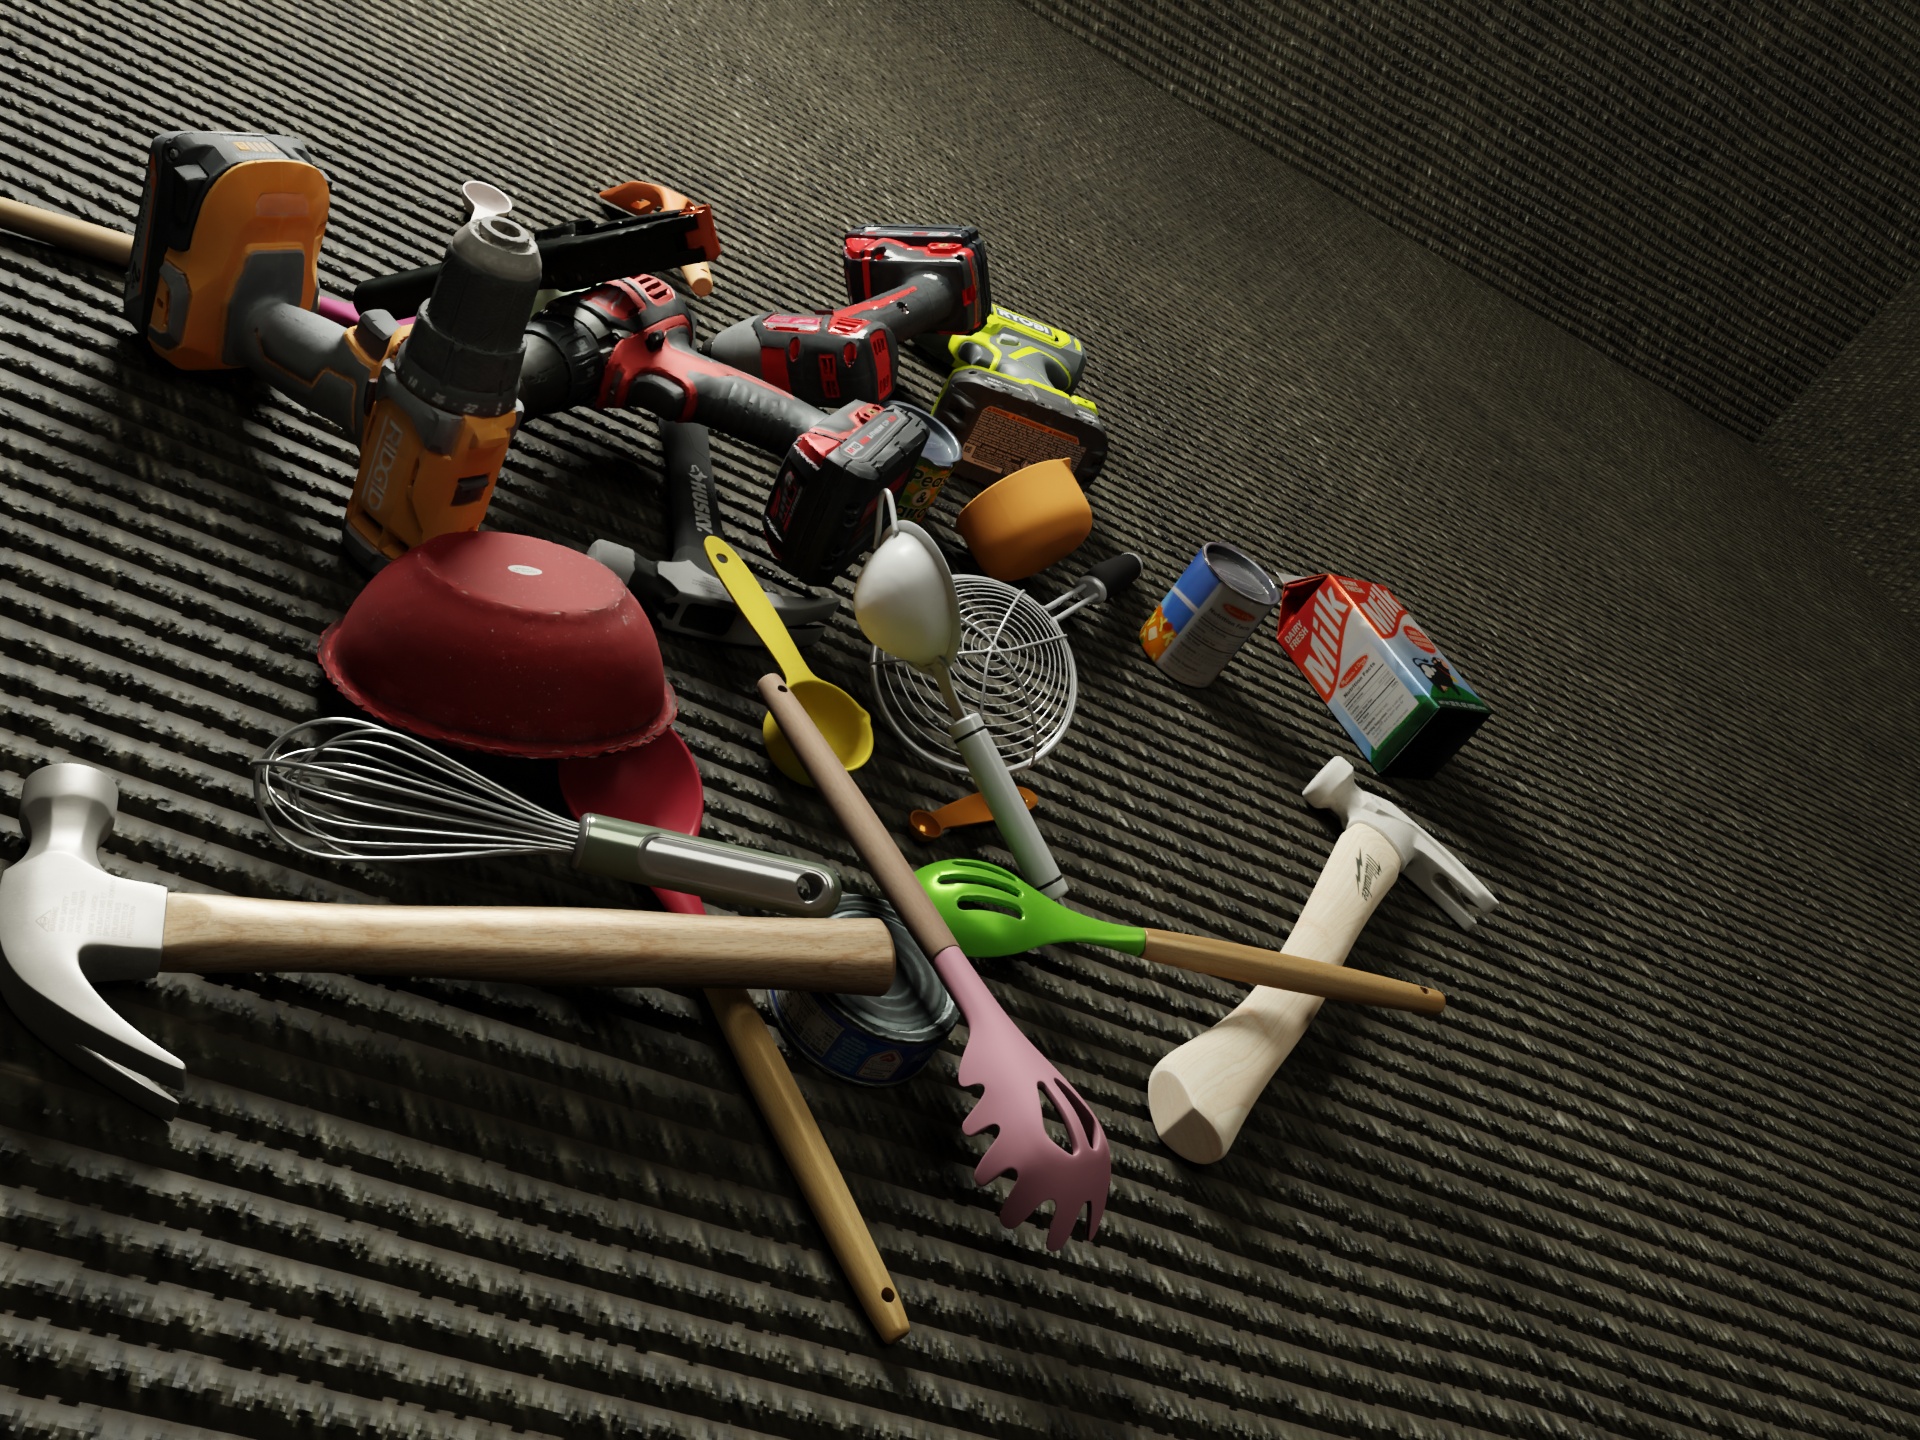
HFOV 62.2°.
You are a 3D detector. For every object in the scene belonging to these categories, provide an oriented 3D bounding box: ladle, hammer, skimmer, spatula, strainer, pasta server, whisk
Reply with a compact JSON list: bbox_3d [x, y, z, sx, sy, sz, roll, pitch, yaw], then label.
[{"bbox_3d":[-0.097,0.118,0.680,0.069,0.031,0.316,-9,53,-37],"label":"ladle"},{"bbox_3d":[-0.178,0.087,0.608,0.331,0.031,0.130,7,43,-27],"label":"hammer"},{"bbox_3d":[0.051,-0.058,1.049,0.127,0.090,0.363,46,22,4],"label":"skimmer"},{"bbox_3d":[-0.164,-0.165,0.984,0.146,0.035,0.335,16,36,-27],"label":"hammer"},{"bbox_3d":[-0.197,-0.330,1.094,0.081,0.041,0.323,19,22,-24],"label":"spatula"},{"bbox_3d":[0.213,0.143,0.929,0.146,0.038,0.410,42,33,9],"label":"hammer"},{"bbox_3d":[-0.001,-0.003,0.852,0.050,0.087,0.258,-26,87,-30],"label":"strainer"},{"bbox_3d":[-0.023,0.092,0.719,0.060,0.040,0.317,1,41,-42],"label":"pasta server"},{"bbox_3d":[-0.166,0.048,0.661,0.246,0.059,0.058,15,75,-18],"label":"whisk"}]

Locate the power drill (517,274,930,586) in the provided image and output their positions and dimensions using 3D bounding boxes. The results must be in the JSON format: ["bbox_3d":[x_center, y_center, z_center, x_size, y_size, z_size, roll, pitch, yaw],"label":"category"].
[{"bbox_3d":[-0.150,-0.169,0.899,0.227,0.080,0.188,30,32,4],"label":"power drill"}]

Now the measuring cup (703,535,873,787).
[{"bbox_3d":[-0.102,-0.031,0.849,0.062,0.029,0.157,-14,64,-47],"label":"measuring cup"}]

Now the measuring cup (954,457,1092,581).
[{"bbox_3d":[0.061,-0.131,1.126,0.052,0.095,0.173,63,17,12],"label":"measuring cup"}]

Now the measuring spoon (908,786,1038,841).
[{"bbox_3d":[0.008,0.052,0.884,0.021,0.011,0.117,48,30,20],"label":"measuring spoon"}]

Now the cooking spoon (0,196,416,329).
[{"bbox_3d":[-0.386,-0.238,0.888,0.318,0.017,0.069,12,38,-33],"label":"cooking spoon"}]

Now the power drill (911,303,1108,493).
[{"bbox_3d":[0.028,-0.269,1.267,0.171,0.080,0.223,17,33,-19],"label":"power drill"}]

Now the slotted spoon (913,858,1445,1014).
[{"bbox_3d":[0.116,0.118,0.827,0.313,0.031,0.070,14,32,-16],"label":"slotted spoon"}]

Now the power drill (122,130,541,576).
[{"bbox_3d":[-0.297,-0.199,0.767,0.226,0.185,0.084,42,34,16],"label":"power drill"}]

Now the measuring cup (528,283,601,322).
[{"bbox_3d":[-0.281,-0.270,1.008,0.167,0.038,0.083,-4,48,-48],"label":"measuring cup"}]

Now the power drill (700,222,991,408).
[{"bbox_3d":[-0.079,-0.287,1.140,0.143,0.078,0.220,9,35,25],"label":"power drill"}]

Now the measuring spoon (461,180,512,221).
[{"bbox_3d":[-0.324,-0.321,1.066,0.034,0.018,0.124,17,43,-26],"label":"measuring spoon"}]
